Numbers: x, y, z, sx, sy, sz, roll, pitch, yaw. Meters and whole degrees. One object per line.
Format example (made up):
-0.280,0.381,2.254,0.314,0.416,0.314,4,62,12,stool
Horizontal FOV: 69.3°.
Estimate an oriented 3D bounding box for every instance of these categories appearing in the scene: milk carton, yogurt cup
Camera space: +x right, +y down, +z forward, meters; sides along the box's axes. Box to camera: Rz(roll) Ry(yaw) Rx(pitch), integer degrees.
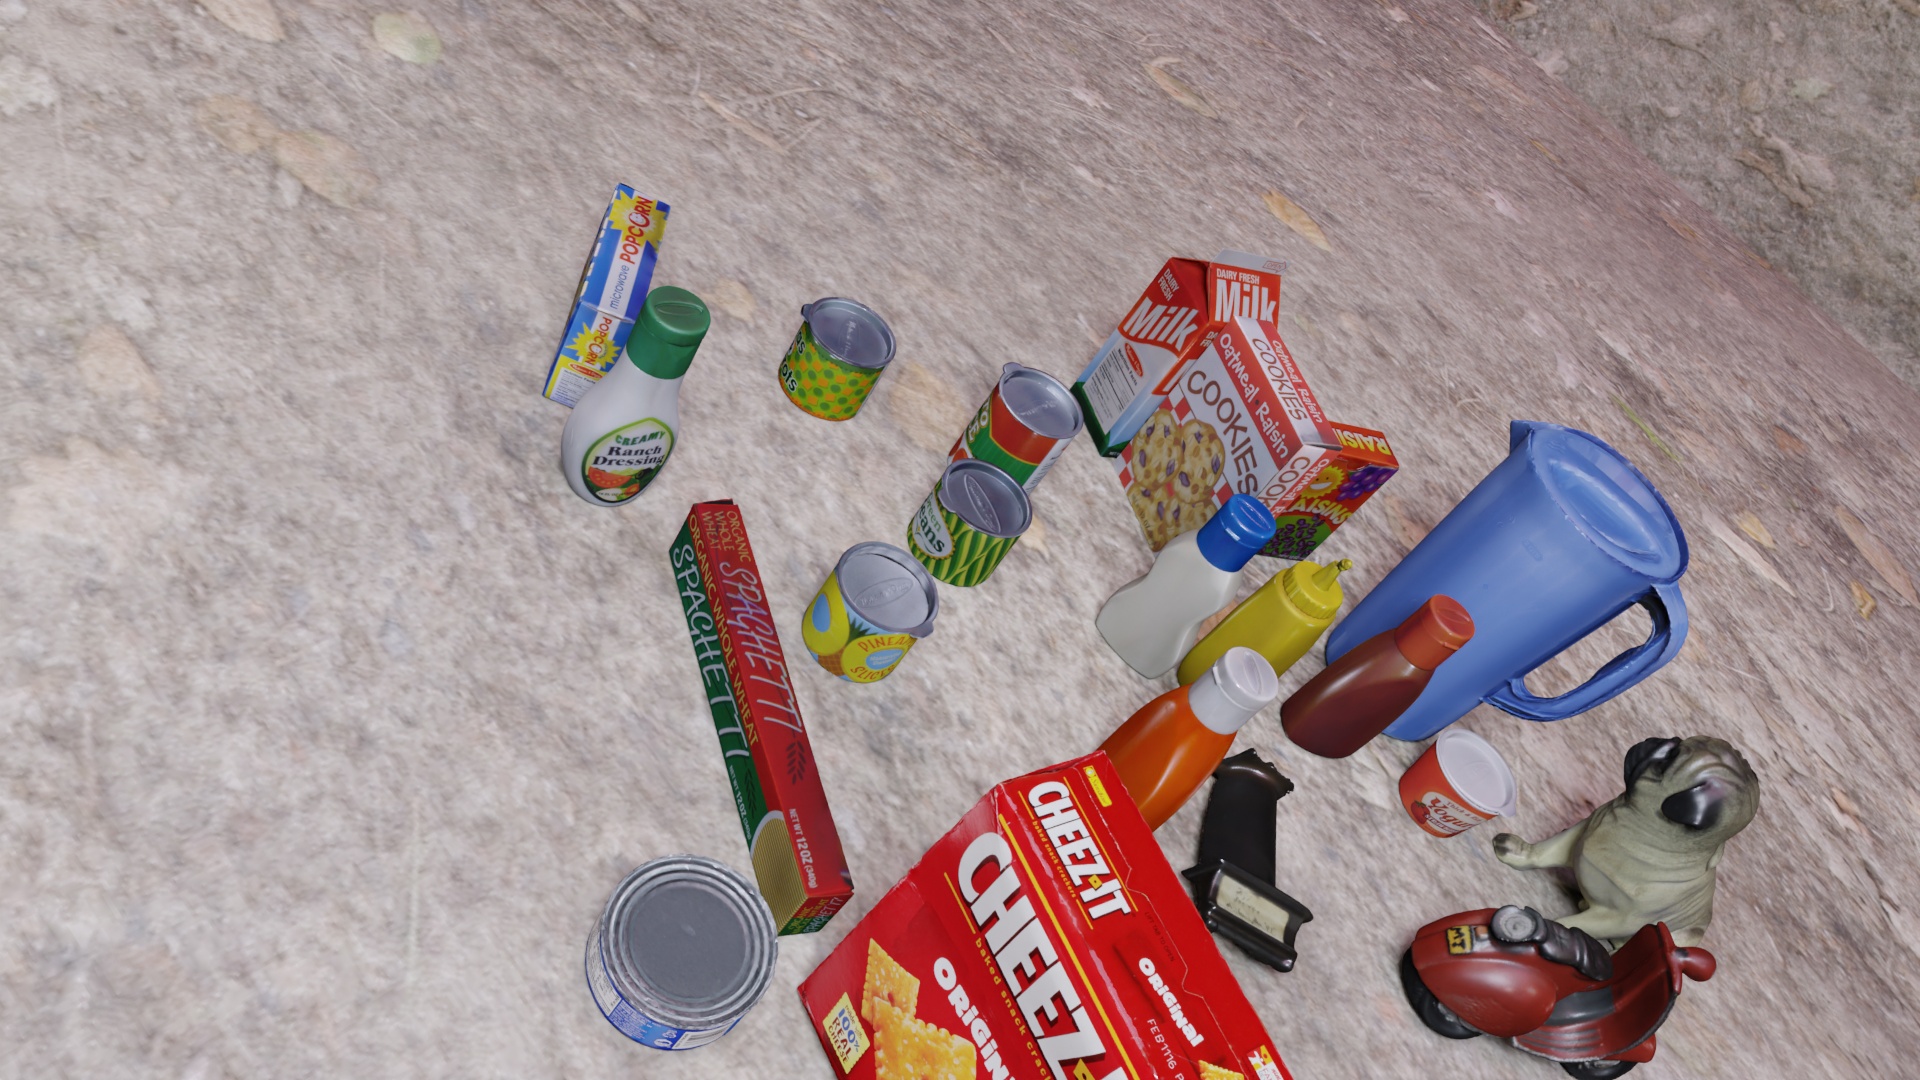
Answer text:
0.170,-0.148,1.058,0.072,0.189,0.074,2,52,-33,milk carton
0.350,0.175,0.987,0.072,0.053,0.073,19,44,-19,yogurt cup

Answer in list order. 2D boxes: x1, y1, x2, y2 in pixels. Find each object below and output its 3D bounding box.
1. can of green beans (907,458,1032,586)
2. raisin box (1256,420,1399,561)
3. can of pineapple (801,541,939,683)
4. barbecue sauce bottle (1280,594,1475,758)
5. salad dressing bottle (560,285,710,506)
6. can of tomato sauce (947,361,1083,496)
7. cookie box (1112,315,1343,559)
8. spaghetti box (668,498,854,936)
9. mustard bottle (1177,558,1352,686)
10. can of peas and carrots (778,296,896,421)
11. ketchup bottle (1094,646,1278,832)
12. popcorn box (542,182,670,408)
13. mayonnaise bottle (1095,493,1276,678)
0.005,-0.011,0.922,0.071,0.057,0.071,19,44,-19,can of green beans
0.263,-0.038,1.071,0.086,0.122,0.040,9,48,-28,raisin box
-0.054,0.045,0.830,0.071,0.057,0.071,19,44,-19,can of pineapple
0.286,0.094,0.947,0.065,0.147,0.044,18,45,-20,barbecue sauce bottle
-0.184,-0.080,0.790,0.064,0.147,0.044,-3,55,-36,salad dressing bottle
0.036,-0.072,0.979,0.071,0.082,0.071,19,44,-19,can of tomato sauce
0.189,-0.061,1.009,0.040,0.166,0.123,4,51,-32,cookie box
-0.113,0.088,0.756,0.029,0.050,0.251,1,52,-34,spaghetti box
0.208,0.057,0.919,0.065,0.159,0.049,-10,59,-40,mustard bottle
-0.088,-0.126,0.963,0.071,0.058,0.071,19,44,-19,can of peas and carrots
0.128,0.117,0.818,0.043,0.148,0.065,14,46,-24,ketchup bottle
-0.223,-0.153,0.877,0.038,0.084,0.127,19,44,-19,popcorn box
0.151,0.028,0.916,0.065,0.147,0.041,46,42,11,mayonnaise bottle
